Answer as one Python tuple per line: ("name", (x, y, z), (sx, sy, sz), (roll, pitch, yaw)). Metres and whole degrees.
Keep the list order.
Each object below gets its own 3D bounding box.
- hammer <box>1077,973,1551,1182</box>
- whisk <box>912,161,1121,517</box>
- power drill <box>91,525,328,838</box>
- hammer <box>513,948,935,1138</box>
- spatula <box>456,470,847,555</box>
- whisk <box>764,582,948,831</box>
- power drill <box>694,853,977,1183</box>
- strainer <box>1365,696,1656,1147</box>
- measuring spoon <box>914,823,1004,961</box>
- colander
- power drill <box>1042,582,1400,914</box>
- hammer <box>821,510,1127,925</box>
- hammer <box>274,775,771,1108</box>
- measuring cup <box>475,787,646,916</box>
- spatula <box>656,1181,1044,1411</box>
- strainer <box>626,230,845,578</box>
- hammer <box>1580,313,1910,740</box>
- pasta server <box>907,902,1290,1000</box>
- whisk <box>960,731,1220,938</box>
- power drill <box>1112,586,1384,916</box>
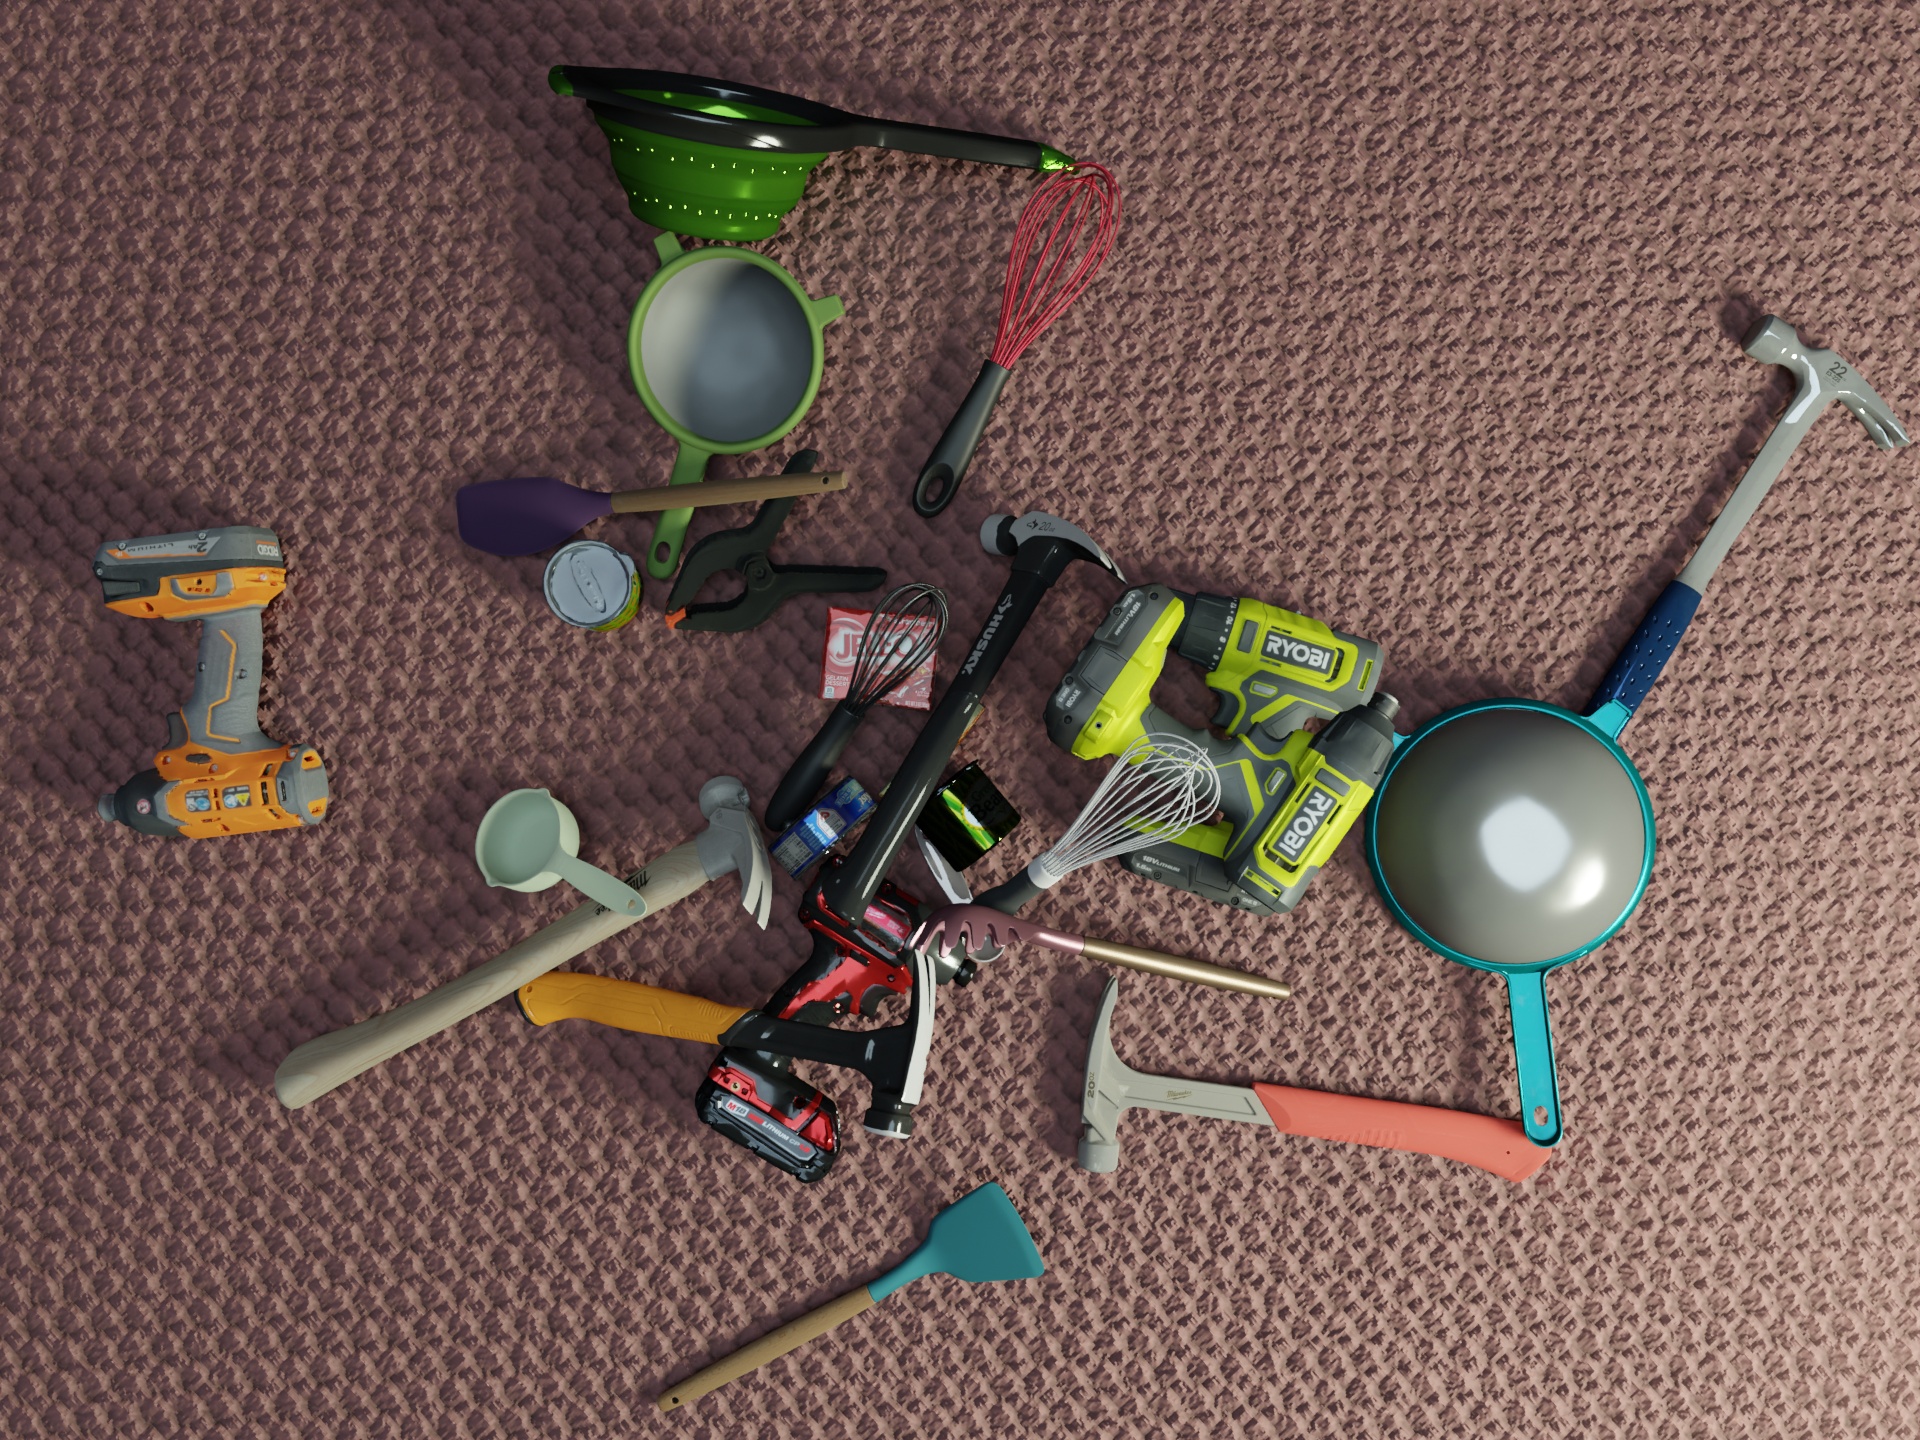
("hammer", (0.274, 0.294, 1.226), (0.359, 0.037, 0.149), (8, 90, 0))
("whisk", (0.037, -0.289, 1.216), (0.073, 0.073, 0.296), (27, 96, -1))
("power drill", (-0.576, -0.024, 1.192), (0.164, 0.084, 0.226), (-8, 94, 0))
("hammer", (-0.179, 0.211, 1.158), (0.337, 0.034, 0.127), (5, 74, 22))
("spatula", (-0.236, -0.164, 1.195), (0.316, 0.018, 0.060), (-4, 94, 14))
("whisk", (-0.083, -0.007, 1.187), (0.055, 0.055, 0.239), (35, 110, -1))
("power drill", (-0.092, 0.227, 1.202), (0.143, 0.078, 0.220), (31, 86, 0))
("strainer", (0.415, 0.151, 1.173), (0.211, 0.095, 0.340), (-6, 87, 13))
("measuring spoon", (-0.002, 0.130, 1.235), (0.034, 0.018, 0.124), (-29, 84, 6))
("colander", (-0.105, -0.405, 1.185), (0.397, 0.205, 0.094), (2, 118, -17))
("power drill", (0.187, 0.007, 1.135), (0.223, 0.080, 0.171), (35, 89, 9))
("hammer", (-0.002, -0.004, 1.146), (0.035, 0.146, 0.335), (38, 76, -38))
("hammer", (-0.327, 0.187, 1.181), (0.410, 0.146, 0.038), (-29, 128, 4))
("measuring cup", (-0.288, 0.110, 1.184), (0.168, 0.038, 0.083), (25, 82, 26))
("spatula", (-0.092, 0.453, 1.215), (0.317, 0.044, 0.082), (-28, 94, 0))
("strainer", (-0.187, -0.231, 1.214), (0.151, 0.069, 0.256), (22, 107, 4))
("hammer", (0.574, -0.108, 1.232), (0.144, 0.035, 0.405), (33, 89, 0))
("pasta server", (0.111, 0.179, 1.178), (0.316, 0.060, 0.040), (15, 70, -21))
("whisk", (0.079, 0.091, 1.122), (0.070, 0.070, 0.284), (48, 132, -1))
("power drill", (0.196, 0.017, 1.207), (0.190, 0.080, 0.228), (18, 87, 4))
